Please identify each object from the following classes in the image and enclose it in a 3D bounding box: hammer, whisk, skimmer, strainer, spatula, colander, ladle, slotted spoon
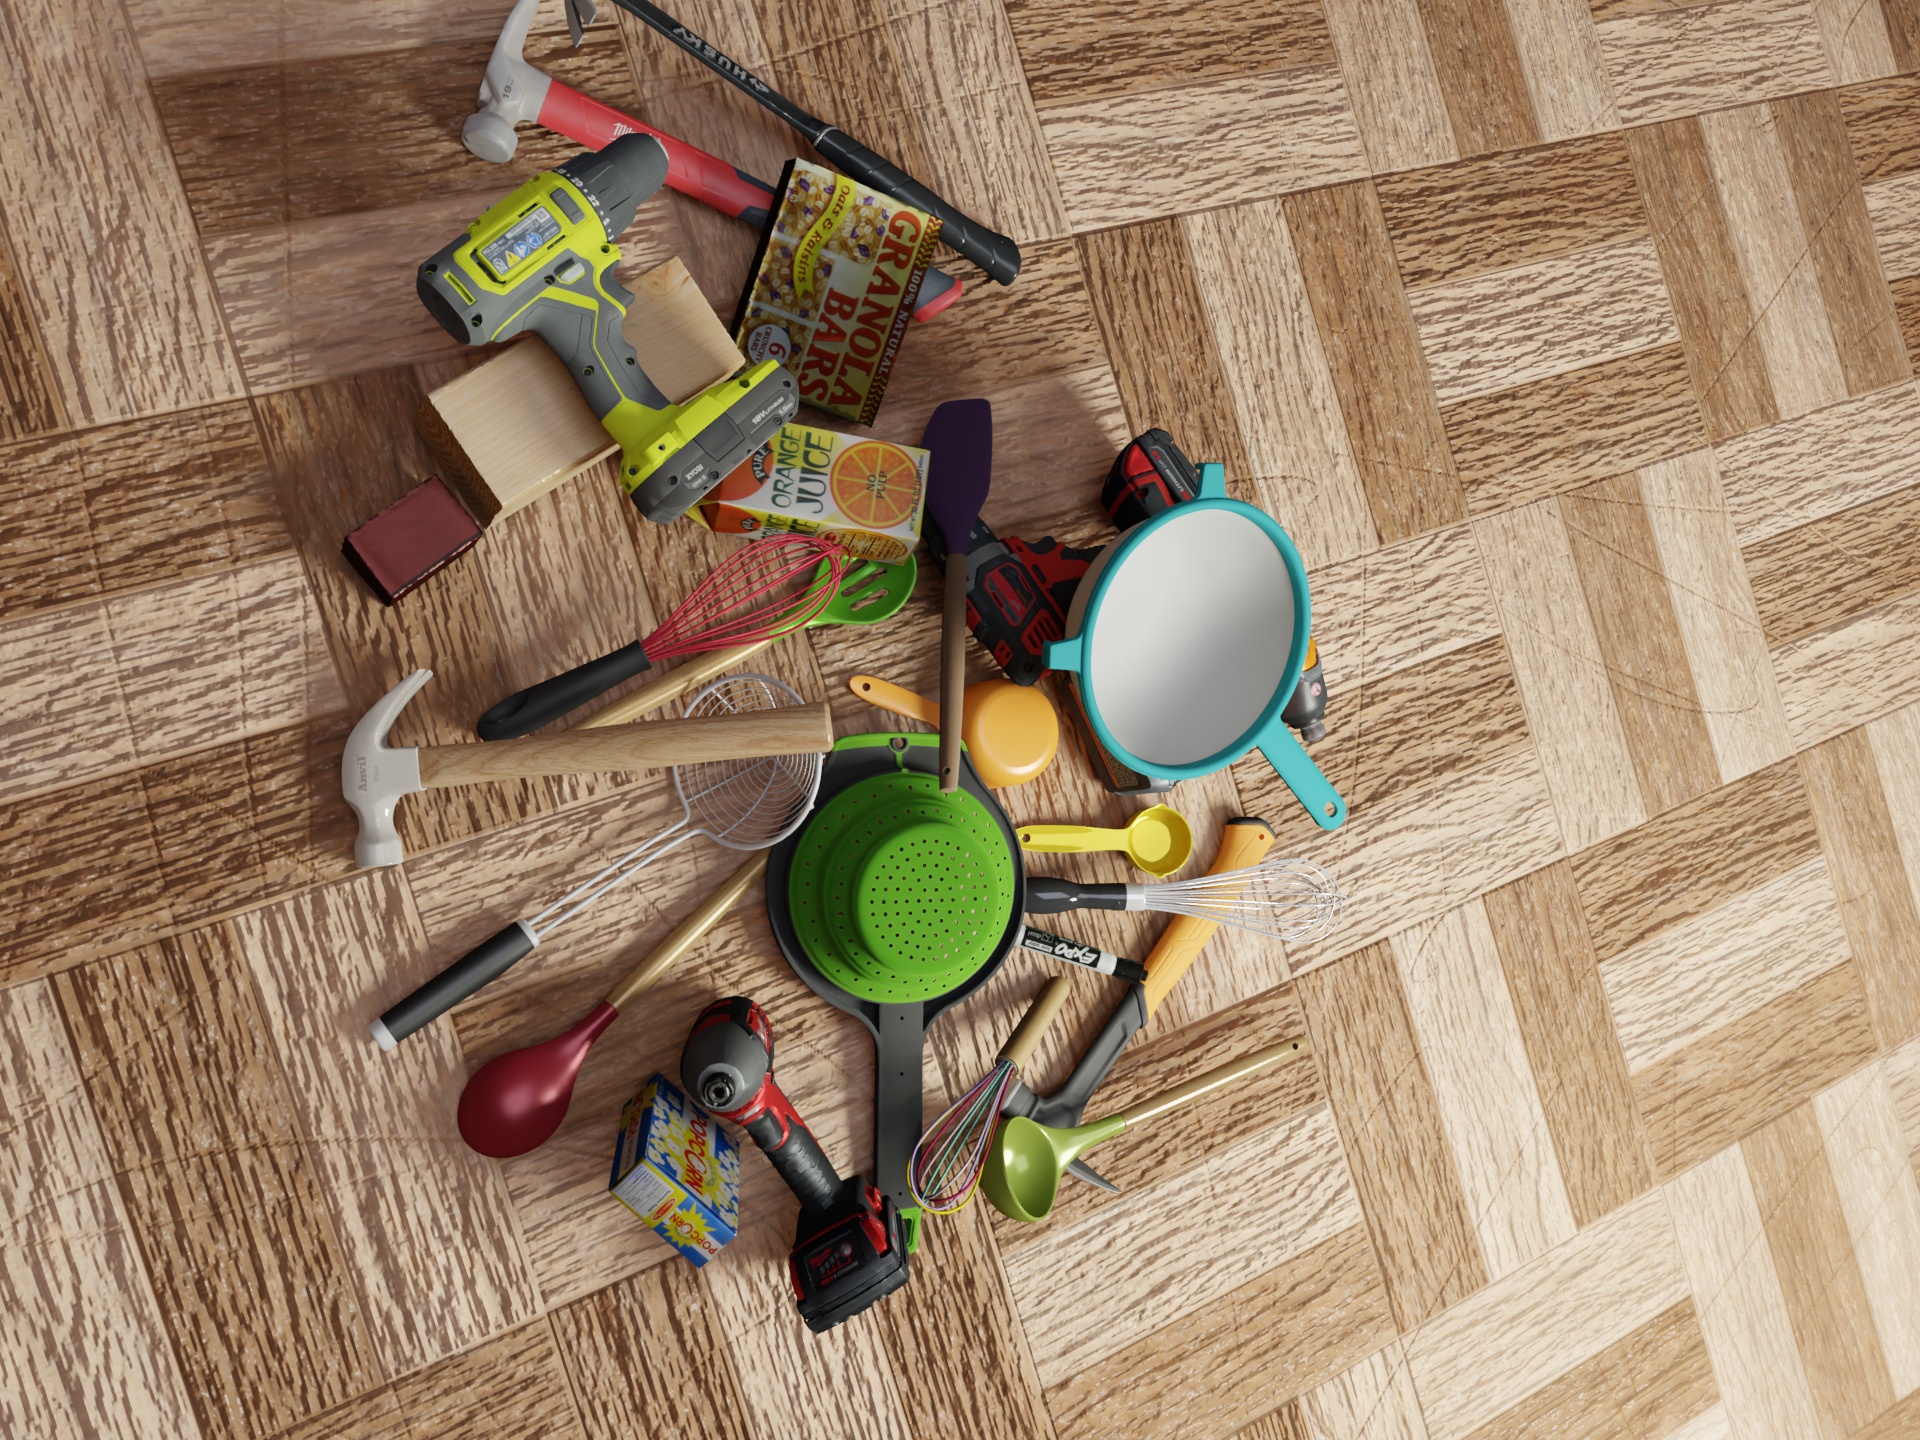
[{"bbox_3d":[-0.119,-0.457,1.220,0.408,0.036,0.149,29,42,-24],"label":"hammer"},{"bbox_3d":[0.028,0.278,1.198,0.245,0.047,0.051,-49,147,-47],"label":"whisk"},{"bbox_3d":[-0.255,0.102,1.109,0.363,0.090,0.127,-36,72,-20],"label":"skimmer"},{"bbox_3d":[0.191,-0.030,1.228,0.211,0.095,0.340,-50,124,-9],"label":"strainer"},{"bbox_3d":[-0.006,-0.100,1.202,0.060,0.018,0.316,-3,73,15],"label":"spatula"},{"bbox_3d":[0.166,0.220,1.312,0.127,0.034,0.337,43,71,-14],"label":"hammer"},{"bbox_3d":[-0.210,-0.057,1.145,0.296,0.073,0.073,-28,97,-11],"label":"whisk"},{"bbox_3d":[-0.036,0.208,1.174,0.204,0.094,0.397,0,91,-17],"label":"colander"},{"bbox_3d":[0.171,0.142,1.280,0.284,0.070,0.070,1,85,-5],"label":"whisk"},{"bbox_3d":[-0.232,0.189,1.147,0.315,0.031,0.069,-45,102,-22],"label":"ladle"},{"bbox_3d":[-0.168,-0.054,1.194,0.314,0.031,0.070,-30,87,-21],"label":"slotted spoon"},{"bbox_3d":[-0.169,-0.418,1.217,0.386,0.038,0.143,21,76,-21],"label":"hammer"},{"bbox_3d":[-0.254,0.018,1.093,0.331,0.031,0.130,-6,89,-5],"label":"hammer"},{"bbox_3d":[0.153,0.306,1.251,0.320,0.062,0.078,-16,85,-25],"label":"ladle"}]

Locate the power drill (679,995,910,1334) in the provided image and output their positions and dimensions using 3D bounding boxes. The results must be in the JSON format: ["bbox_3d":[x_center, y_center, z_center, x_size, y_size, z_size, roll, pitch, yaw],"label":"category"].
[{"bbox_3d":[-0.123,0.305,1.115,0.078,0.143,0.219,-30,96,-1],"label":"power drill"}]

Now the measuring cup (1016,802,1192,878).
[{"bbox_3d":[0.113,0.098,1.310,0.156,0.029,0.062,2,87,-12],"label":"measuring cup"}]

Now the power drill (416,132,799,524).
[{"bbox_3d":[-0.217,-0.266,1.065,0.190,0.080,0.228,-45,102,-20],"label":"power drill"}]

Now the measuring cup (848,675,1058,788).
[{"bbox_3d":[-0.002,-0.004,1.247,0.173,0.052,0.095,20,78,-23],"label":"measuring cup"}]

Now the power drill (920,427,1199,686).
[{"bbox_3d":[0.082,-0.150,1.275,0.226,0.080,0.188,-30,79,-22],"label":"power drill"}]

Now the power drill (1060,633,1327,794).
[{"bbox_3d":[0.210,-0.022,1.328,0.226,0.084,0.164,-29,98,-27],"label":"power drill"}]
